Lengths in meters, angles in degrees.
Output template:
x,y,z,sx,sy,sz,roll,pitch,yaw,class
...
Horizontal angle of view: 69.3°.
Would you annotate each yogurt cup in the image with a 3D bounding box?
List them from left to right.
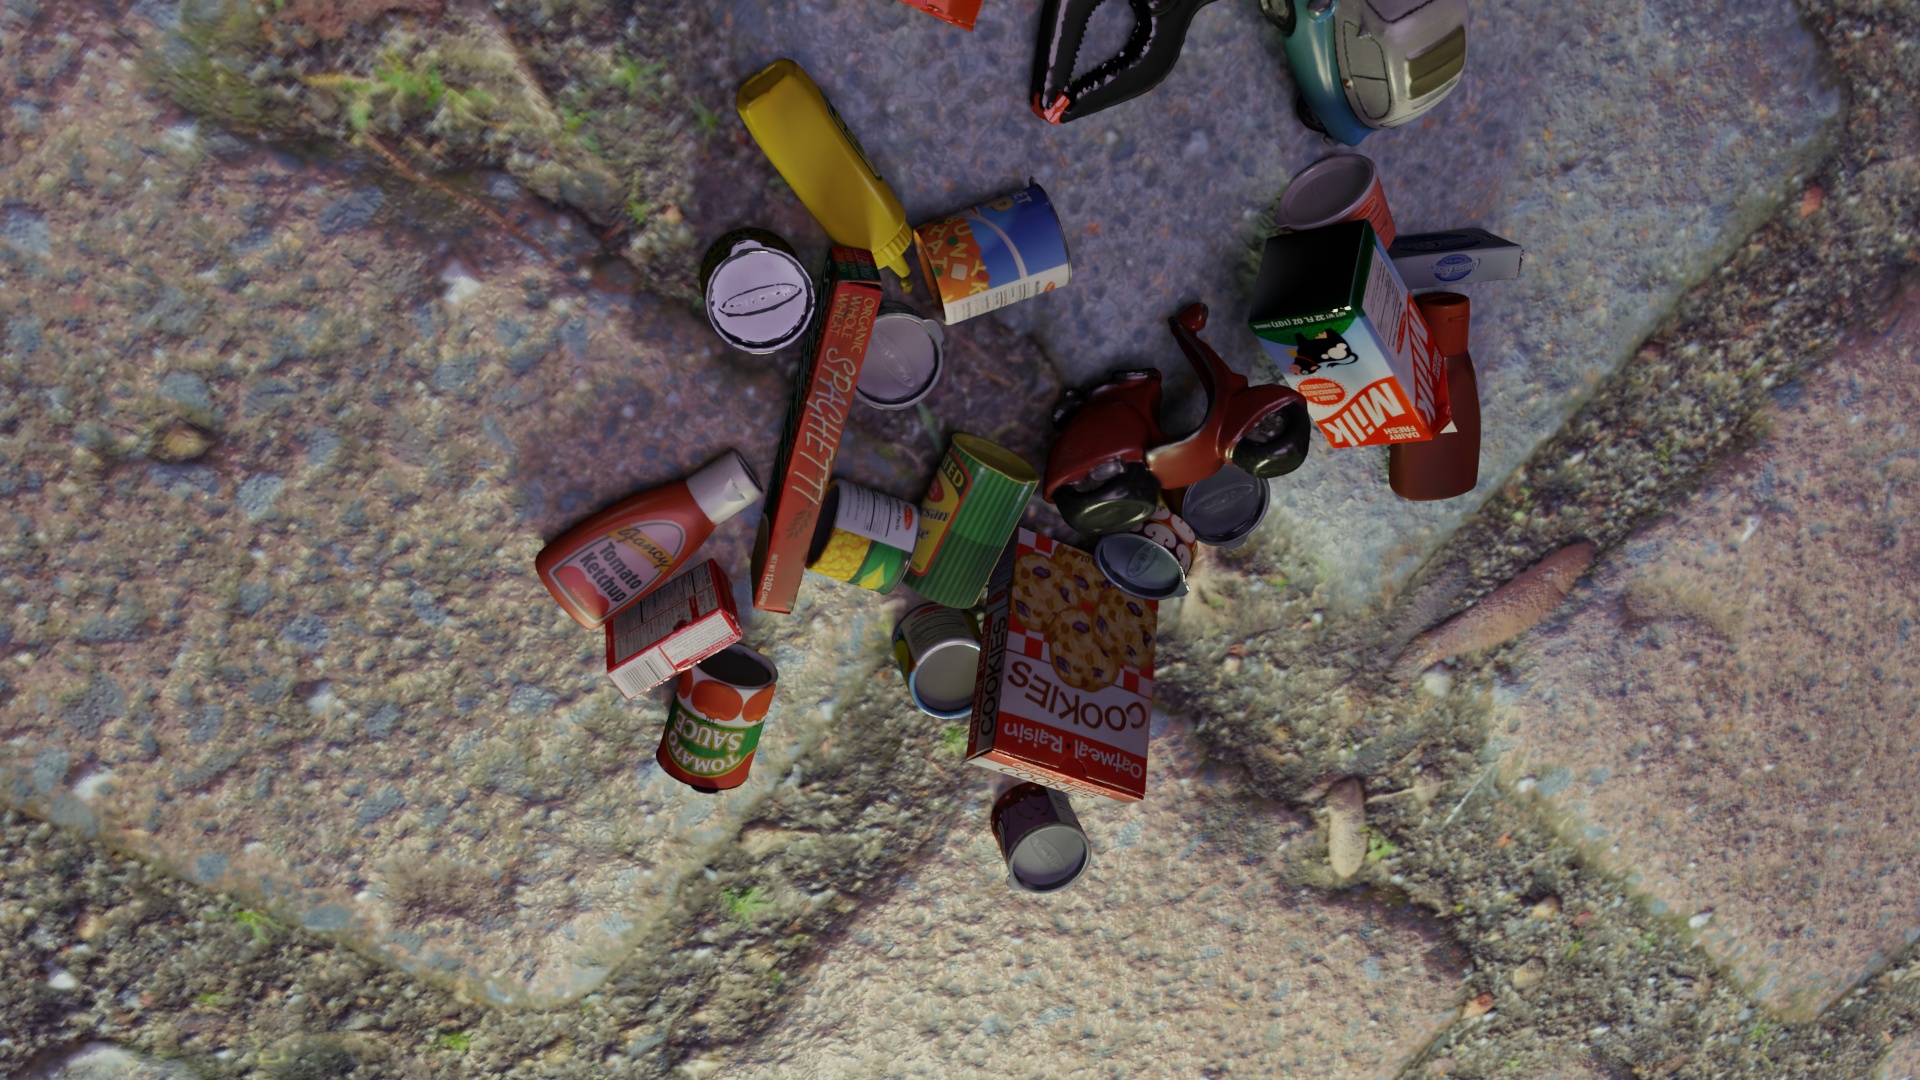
x,y,z,sx,sy,sz,roll,pitch,yaw,class
0.253,-0.215,0.924,0.072,0.072,0.054,-39,126,5,yogurt cup

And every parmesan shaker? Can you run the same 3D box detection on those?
x,y,z,sx,sy,sz,roll,pitch,yaw,class
0.003,-0.012,0.946,0.071,0.071,0.102,20,108,-22,parmesan shaker

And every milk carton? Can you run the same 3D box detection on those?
x,y,z,sx,sy,sz,roll,pitch,yaw,class
0.270,-0.123,0.937,0.190,0.072,0.074,42,55,-41,milk carton

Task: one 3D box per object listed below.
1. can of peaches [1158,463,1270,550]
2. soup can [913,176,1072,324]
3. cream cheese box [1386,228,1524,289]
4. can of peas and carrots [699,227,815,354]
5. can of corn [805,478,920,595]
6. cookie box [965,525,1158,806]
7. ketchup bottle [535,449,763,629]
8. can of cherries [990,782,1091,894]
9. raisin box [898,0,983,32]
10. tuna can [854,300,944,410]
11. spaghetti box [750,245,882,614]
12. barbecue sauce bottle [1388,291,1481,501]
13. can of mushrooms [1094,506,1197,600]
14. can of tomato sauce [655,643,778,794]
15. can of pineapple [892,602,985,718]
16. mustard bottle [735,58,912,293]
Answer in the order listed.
x,y,z,sx,sy,sz,roll,pitch,yaw,class
0.178,-0.035,0.989,0.071,0.058,0.071,-6,116,-13,can of peaches
0.019,-0.183,0.877,0.084,0.071,0.071,-20,118,-5,soup can
0.326,-0.194,0.958,0.104,0.053,0.024,-8,118,-11,cream cheese box
-0.127,-0.157,0.853,0.071,0.059,0.070,-6,115,-12,can of peas and carrots
-0.069,-0.001,0.937,0.058,0.071,0.071,19,108,-21,can of corn
0.075,0.088,0.967,0.123,0.168,0.040,21,150,-22,cookie box
-0.201,-0.005,0.912,0.149,0.044,0.064,-33,118,1,ketchup bottle
0.059,0.232,1.081,0.071,0.058,0.071,-6,116,-12,can of cherries
-0.012,-0.369,0.797,0.086,0.040,0.123,15,110,-21,raisin box
-0.044,-0.123,0.905,0.071,0.033,0.070,-6,116,-12,tuna can
-0.095,-0.065,0.882,0.029,0.050,0.248,8,124,-18,spaghetti box
0.347,-0.104,1.010,0.065,0.044,0.147,-10,116,-10,barbecue sauce bottle
0.132,0.009,0.971,0.071,0.034,0.070,19,142,16,can of mushrooms
-0.169,0.122,0.963,0.071,0.071,0.082,13,110,-20,can of tomato sauce
-0.010,0.087,0.996,0.071,0.058,0.070,-6,116,-12,can of pineapple
-0.072,-0.214,0.842,0.049,0.065,0.159,-34,125,8,mustard bottle
